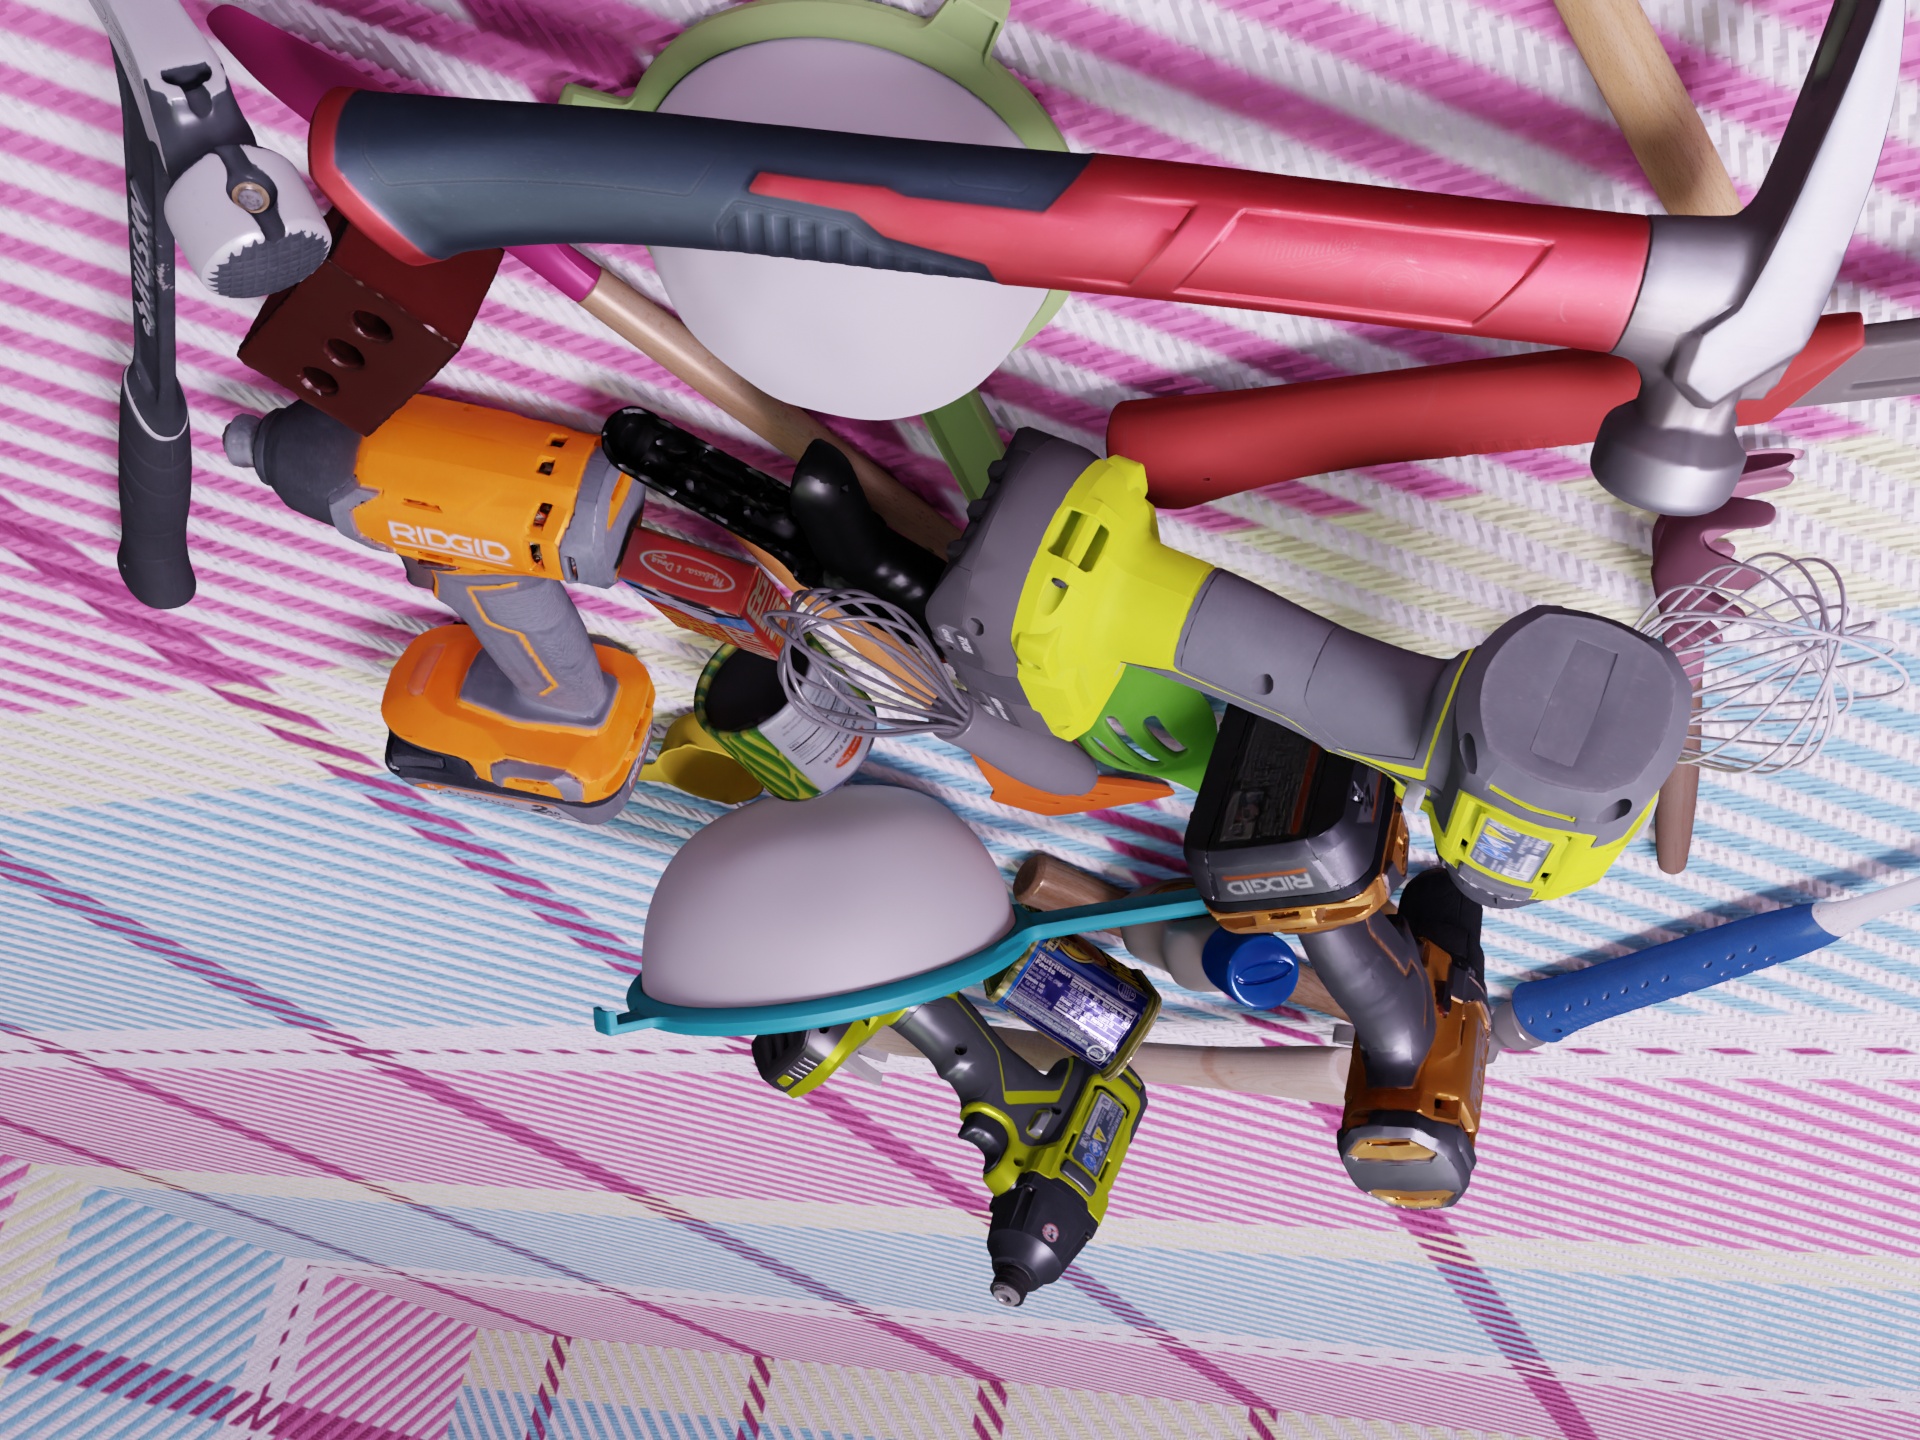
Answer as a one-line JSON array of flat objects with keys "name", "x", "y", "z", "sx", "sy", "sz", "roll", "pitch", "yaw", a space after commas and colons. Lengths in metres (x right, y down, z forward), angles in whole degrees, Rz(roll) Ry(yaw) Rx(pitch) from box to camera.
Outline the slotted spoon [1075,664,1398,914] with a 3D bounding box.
[{"name": "slotted spoon", "x": 0.157, "y": 0.055, "z": 0.800, "sx": 0.070, "sy": 0.031, "sz": 0.313, "roll": -22, "pitch": 138, "yaw": 36}]

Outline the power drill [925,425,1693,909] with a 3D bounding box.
[{"name": "power drill", "x": 0.116, "y": -0.005, "z": 0.544, "sx": 0.228, "sy": 0.080, "sz": 0.190, "roll": 23, "pitch": 168, "yaw": 18}]

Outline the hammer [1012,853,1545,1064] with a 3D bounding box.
[{"name": "hammer", "x": 0.179, "y": 0.149, "z": 0.945, "sx": 0.331, "sy": 0.031, "sz": 0.130, "roll": 23, "pitch": 147, "yaw": -18}]

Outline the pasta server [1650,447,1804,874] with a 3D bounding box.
[{"name": "pasta server", "x": 0.299, "y": -0.004, "z": 0.642, "sx": 0.040, "sy": 0.060, "sz": 0.315, "roll": 16, "pitch": 159, "yaw": 29}]

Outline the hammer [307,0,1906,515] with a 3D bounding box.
[{"name": "hammer", "x": 0.023, "y": -0.143, "z": 0.405, "sx": 0.386, "sy": 0.038, "sz": 0.143, "roll": 7, "pitch": 128, "yaw": 4}]

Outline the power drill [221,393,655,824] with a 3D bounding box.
[{"name": "power drill", "x": -0.217, "y": -0.051, "z": 0.694, "sx": 0.164, "sy": 0.084, "sz": 0.226, "roll": 12, "pitch": 146, "yaw": 1}]

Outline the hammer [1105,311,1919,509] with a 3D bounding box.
[{"name": "hammer", "x": 0.210, "y": -0.105, "z": 0.471, "sx": 0.359, "sy": 0.037, "sz": 0.149, "roll": -1, "pitch": 153, "yaw": 29}]

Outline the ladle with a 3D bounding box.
[{"name": "ladle", "x": 0.161, "y": -0.180, "z": 0.404, "sx": 0.069, "sy": 0.031, "sz": 0.315, "roll": -19, "pitch": 140, "yaw": 37}]

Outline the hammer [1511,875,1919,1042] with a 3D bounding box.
[{"name": "hammer", "x": 0.422, "y": 0.089, "z": 0.761, "sx": 0.144, "sy": 0.035, "sz": 0.405, "roll": 22, "pitch": 148, "yaw": -19}]

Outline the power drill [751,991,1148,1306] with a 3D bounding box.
[{"name": "power drill", "x": -0.004, "y": 0.220, "z": 0.940, "sx": 0.223, "sy": 0.171, "sz": 0.080, "roll": 40, "pitch": 133, "yaw": -4}]

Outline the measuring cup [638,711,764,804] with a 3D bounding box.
[{"name": "measuring cup", "x": -0.174, "y": 0.015, "z": 0.841, "sx": 0.156, "sy": 0.029, "sz": 0.062, "roll": 3, "pitch": 149, "yaw": 18}]

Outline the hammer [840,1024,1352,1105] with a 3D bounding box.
[{"name": "hammer", "x": 0.076, "y": 0.227, "z": 1.070, "sx": 0.411, "sy": 0.038, "sz": 0.146, "roll": 0, "pitch": 150, "yaw": 29}]

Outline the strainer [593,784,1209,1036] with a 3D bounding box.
[{"name": "strainer", "x": -0.011, "y": 0.073, "z": 0.804, "sx": 0.340, "sy": 0.095, "sz": 0.211, "roll": -10, "pitch": -174, "yaw": 10}]

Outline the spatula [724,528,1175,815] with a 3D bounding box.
[{"name": "spatula", "x": -0.019, "y": -0.027, "z": 0.724, "sx": 0.081, "sy": 0.041, "sz": 0.322, "roll": -13, "pitch": 138, "yaw": 38}]

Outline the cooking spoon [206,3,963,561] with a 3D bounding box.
[{"name": "cooking spoon", "x": -0.109, "y": -0.137, "z": 0.556, "sx": 0.318, "sy": 0.017, "sz": 0.069, "roll": 32, "pitch": 171, "yaw": -36}]

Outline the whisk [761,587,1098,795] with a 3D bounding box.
[{"name": "whisk", "x": 0.000, "y": -0.003, "z": 0.649, "sx": 0.055, "sy": 0.055, "sz": 0.238, "roll": -9, "pitch": 161, "yaw": 30}]

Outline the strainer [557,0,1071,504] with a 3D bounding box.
[{"name": "strainer", "x": -0.020, "y": -0.111, "z": 0.534, "sx": 0.151, "sy": 0.069, "sz": 0.256, "roll": -4, "pitch": 145, "yaw": 23}]

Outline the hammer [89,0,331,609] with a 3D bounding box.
[{"name": "hammer", "x": -0.298, "y": -0.131, "z": 0.581, "sx": 0.149, "sy": 0.036, "sz": 0.409, "roll": 60, "pitch": 149, "yaw": 2}]

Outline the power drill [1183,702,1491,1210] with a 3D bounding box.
[{"name": "power drill", "x": 0.191, "y": 0.084, "z": 0.733, "sx": 0.084, "sy": 0.185, "sz": 0.226, "roll": -10, "pitch": 125, "yaw": 32}]

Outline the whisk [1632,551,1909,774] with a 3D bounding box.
[{"name": "whisk", "x": 0.233, "y": -0.005, "z": 0.577, "sx": 0.070, "sy": 0.070, "sz": 0.284, "roll": 12, "pitch": 172, "yaw": -2}]
